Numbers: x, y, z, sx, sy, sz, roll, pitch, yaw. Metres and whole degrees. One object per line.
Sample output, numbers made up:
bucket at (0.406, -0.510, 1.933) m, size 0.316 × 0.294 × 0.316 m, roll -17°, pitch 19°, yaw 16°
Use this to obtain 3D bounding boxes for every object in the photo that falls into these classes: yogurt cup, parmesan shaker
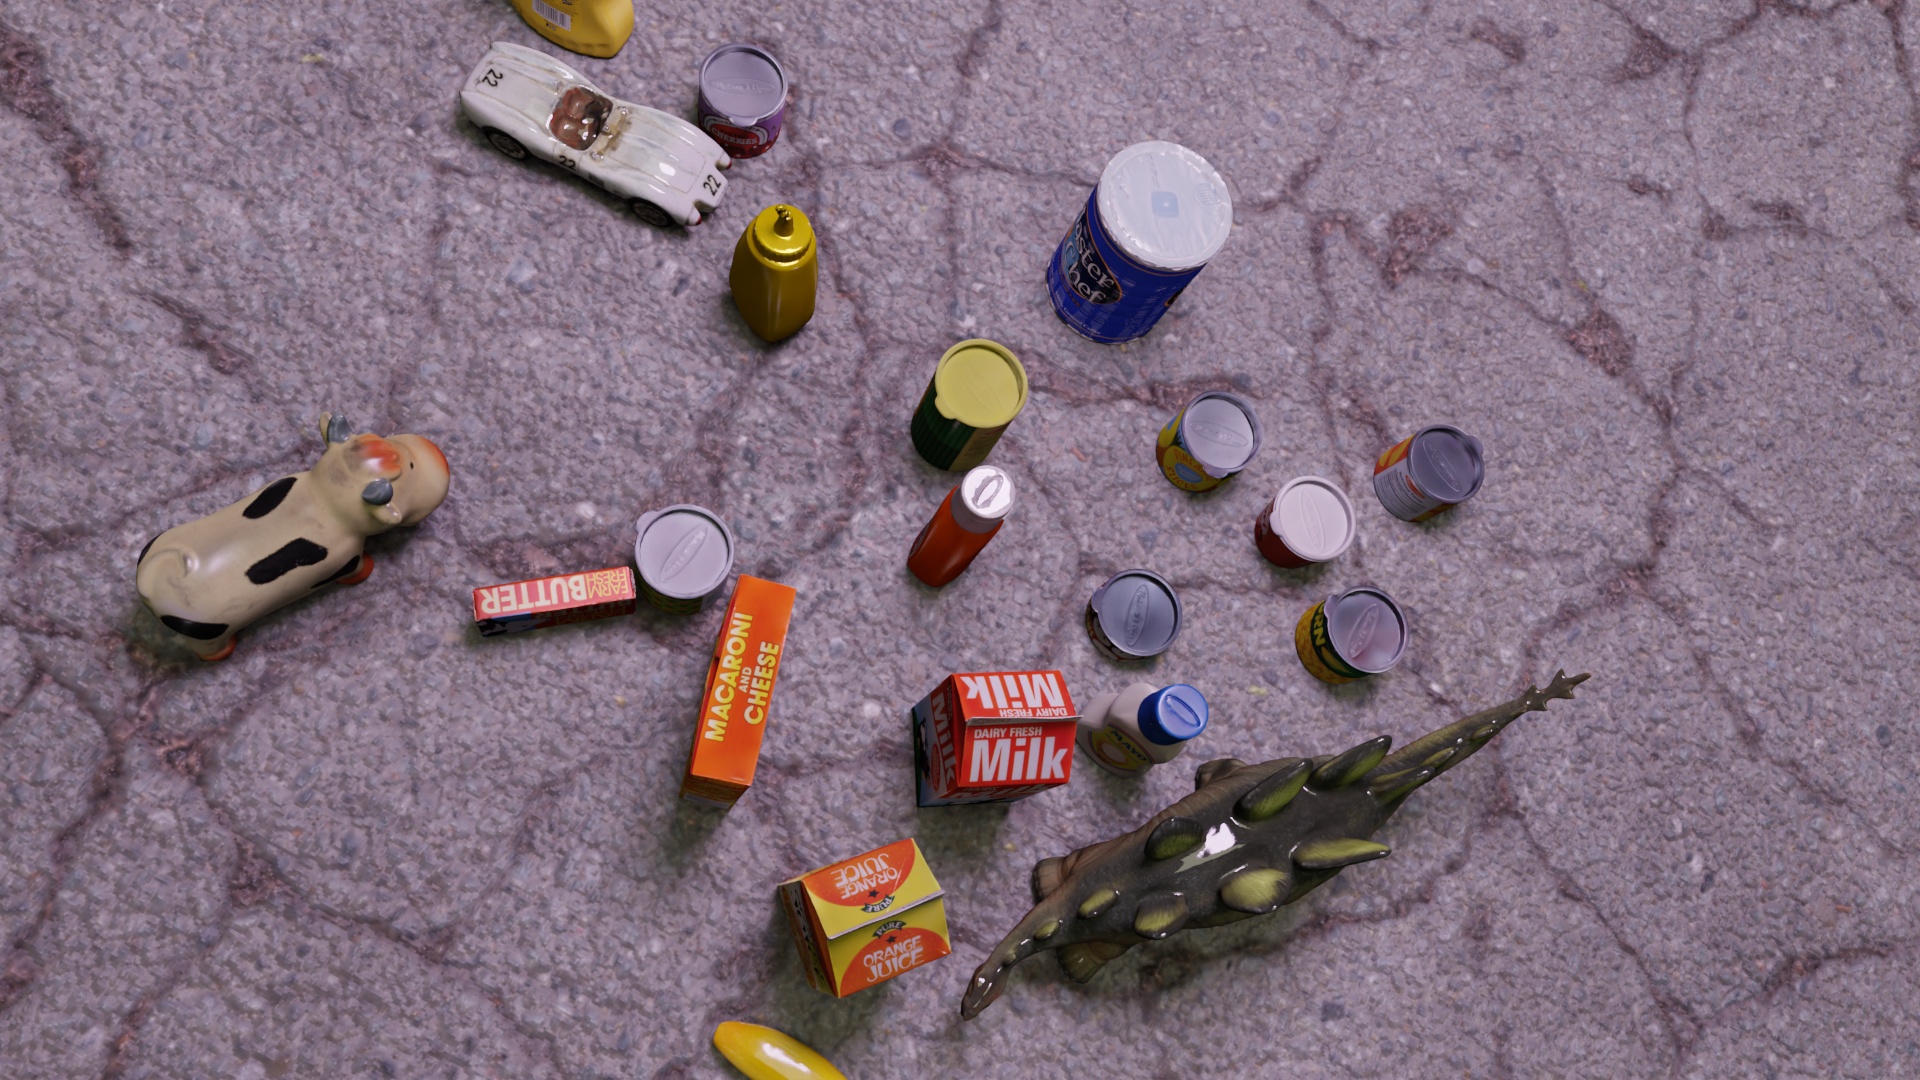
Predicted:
yogurt cup at (0.263, -0.011, 1.074) m, size 0.072 × 0.053 × 0.072 m, roll 4°, pitch 74°, yaw -12°
parmesan shaker at (0.002, -0.095, 1.011) m, size 0.071 × 0.102 × 0.071 m, roll 4°, pitch 74°, yaw -12°

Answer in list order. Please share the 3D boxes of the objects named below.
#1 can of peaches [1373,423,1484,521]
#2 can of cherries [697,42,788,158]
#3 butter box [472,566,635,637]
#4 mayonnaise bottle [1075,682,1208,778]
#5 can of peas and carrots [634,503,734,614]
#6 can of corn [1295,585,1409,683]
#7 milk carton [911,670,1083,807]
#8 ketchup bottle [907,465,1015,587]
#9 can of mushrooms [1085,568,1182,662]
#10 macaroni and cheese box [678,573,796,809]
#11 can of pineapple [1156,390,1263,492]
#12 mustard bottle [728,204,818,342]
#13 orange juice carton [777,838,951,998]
can of peaches at (0.375, -0.054, 1.111) m, size 0.071 × 0.058 × 0.071 m, roll 4°, pitch 74°, yaw -12°
can of cherries at (-0.169, -0.334, 1.064) m, size 0.071 × 0.058 × 0.071 m, roll 4°, pitch 74°, yaw -12°
butter box at (-0.272, 0.041, 0.935) m, size 0.104 × 0.053 × 0.024 m, roll -9°, pitch 77°, yaw -15°
mayonnaise bottle at (0.125, 0.127, 0.952) m, size 0.065 × 0.147 × 0.041 m, roll 42°, pitch 70°, yaw 1°
can of peas and carrots at (-0.193, 0.013, 0.958) m, size 0.071 × 0.058 × 0.071 m, roll 4°, pitch 74°, yaw -12°
can of corn at (0.294, 0.071, 1.056) m, size 0.071 × 0.058 × 0.071 m, roll 4°, pitch 74°, yaw -12°
milk carton at (0.020, 0.129, 0.904) m, size 0.072 × 0.190 × 0.073 m, roll 0°, pitch 75°, yaw -13°
ketchup bottle at (0.003, -0.012, 0.963) m, size 0.043 × 0.148 × 0.065 m, roll 39°, pitch 70°, yaw 0°
can of mushrooms at (0.126, 0.056, 1.034) m, size 0.071 × 0.033 × 0.071 m, roll 4°, pitch 74°, yaw -12°
macaroni and cheese box at (-0.145, 0.102, 0.886) m, size 0.040 × 0.166 × 0.124 m, roll 14°, pitch 72°, yaw -9°
can of pineapple at (0.191, -0.074, 1.074) m, size 0.071 × 0.057 × 0.071 m, roll 4°, pitch 74°, yaw -12°
mustard bottle at (-0.128, -0.196, 0.980) m, size 0.049 × 0.159 × 0.065 m, roll -34°, pitch 85°, yaw -19°
orange juice carton at (-0.060, 0.232, 0.855) m, size 0.072 × 0.192 × 0.073 m, roll -17°, pitch 79°, yaw -17°
